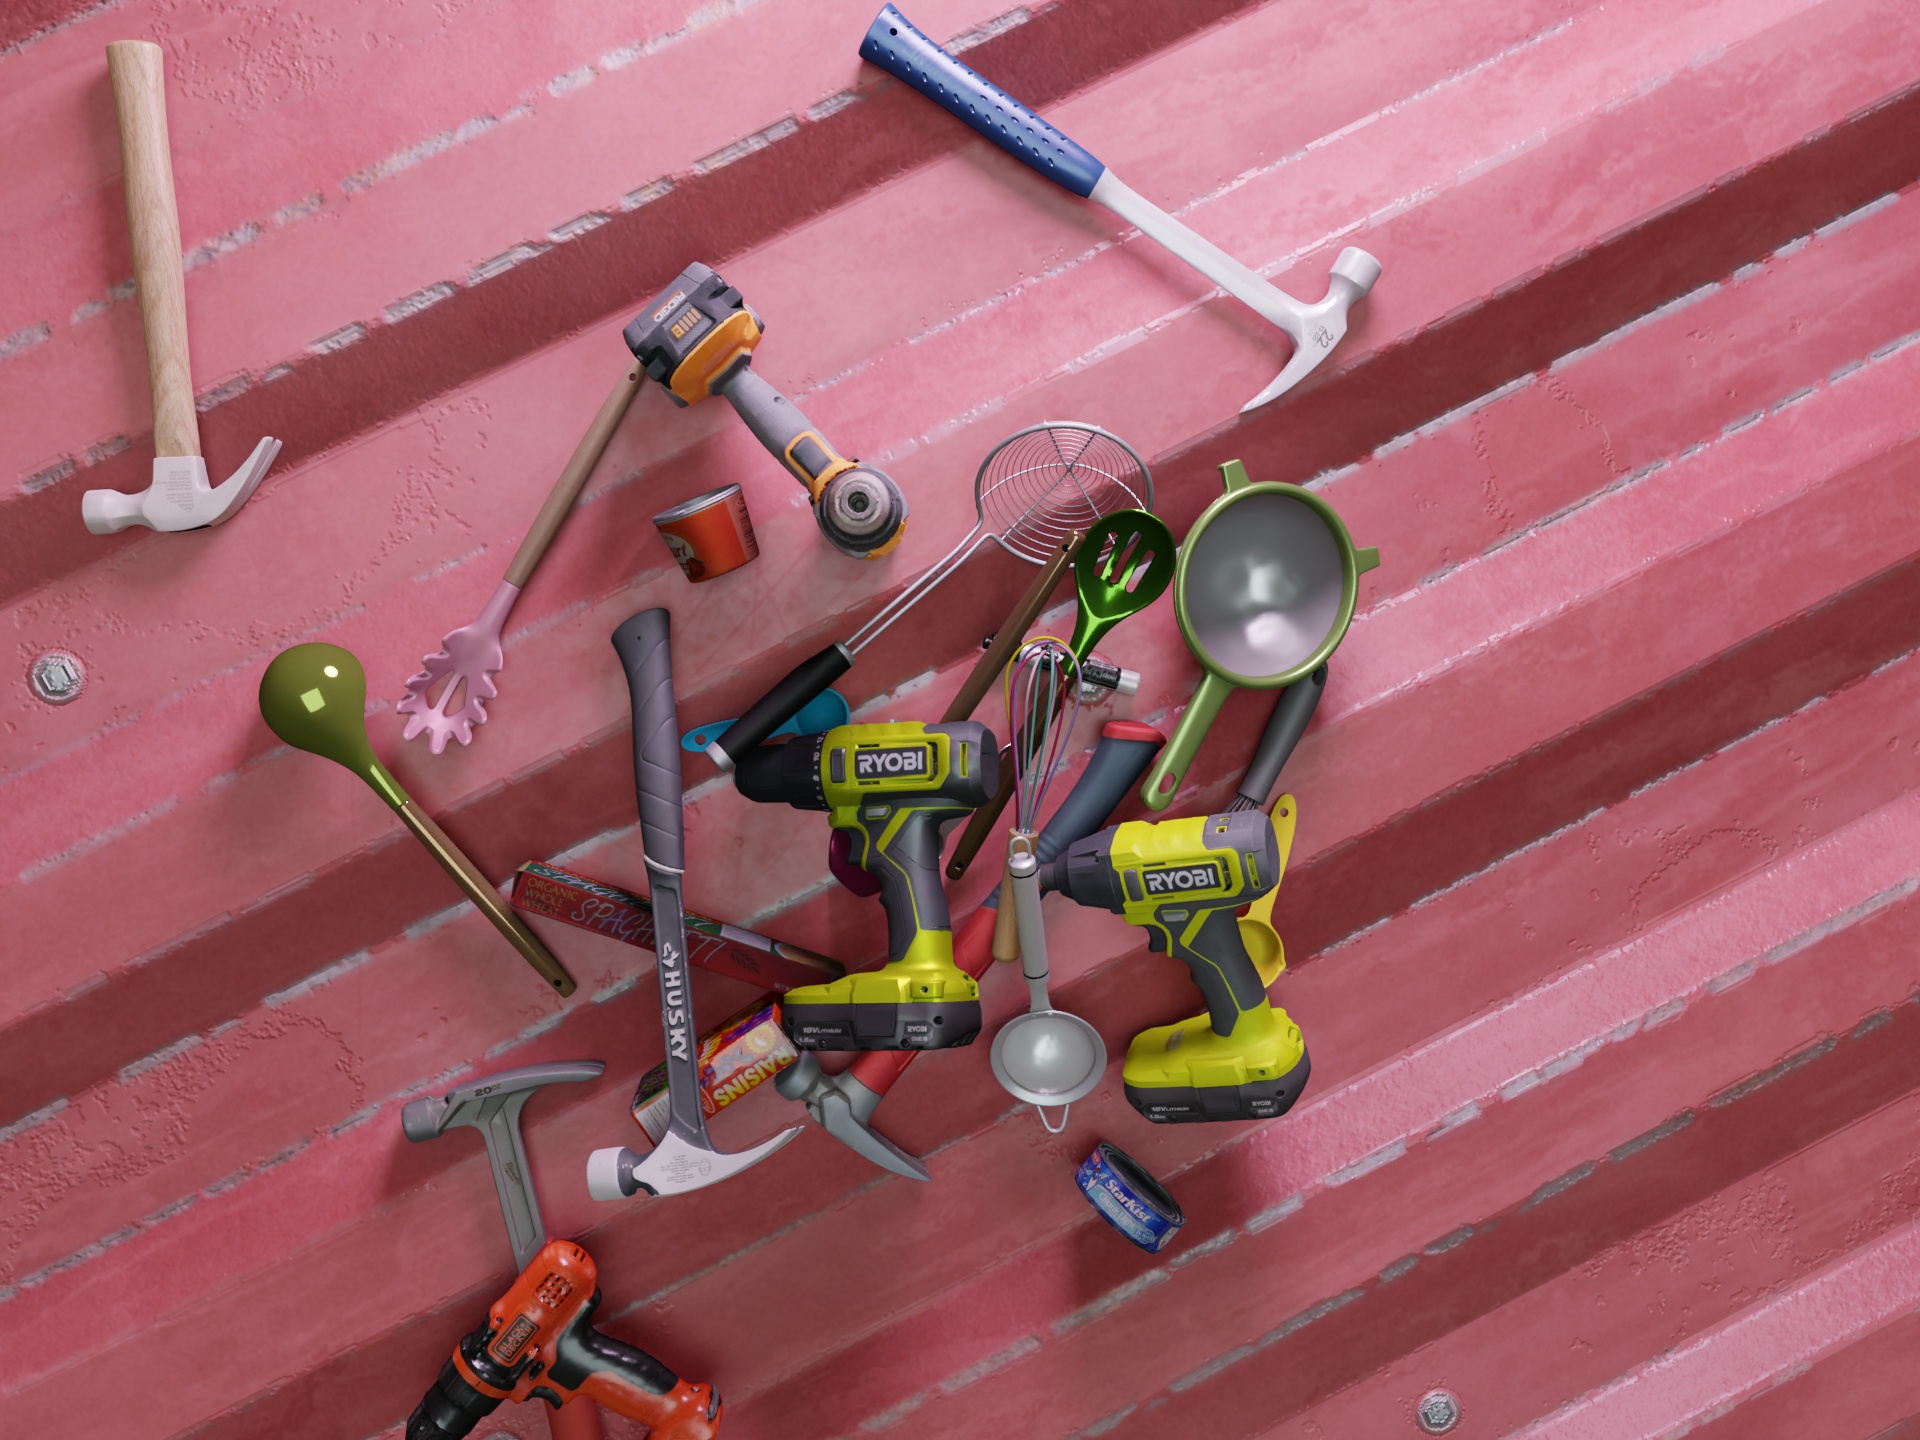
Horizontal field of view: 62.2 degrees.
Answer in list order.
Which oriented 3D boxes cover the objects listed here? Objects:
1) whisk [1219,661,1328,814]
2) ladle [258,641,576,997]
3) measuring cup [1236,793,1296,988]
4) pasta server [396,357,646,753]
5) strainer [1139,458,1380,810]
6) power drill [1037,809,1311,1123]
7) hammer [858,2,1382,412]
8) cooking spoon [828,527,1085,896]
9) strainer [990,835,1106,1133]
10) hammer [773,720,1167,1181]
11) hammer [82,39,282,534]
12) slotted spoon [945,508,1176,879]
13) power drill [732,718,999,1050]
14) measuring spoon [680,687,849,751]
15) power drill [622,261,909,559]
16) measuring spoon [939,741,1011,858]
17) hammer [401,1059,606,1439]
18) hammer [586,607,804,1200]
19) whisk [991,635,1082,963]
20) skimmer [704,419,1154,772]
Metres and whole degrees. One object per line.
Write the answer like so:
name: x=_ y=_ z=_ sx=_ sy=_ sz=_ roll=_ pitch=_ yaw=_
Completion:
whisk: x=0.217 y=0.056 z=1.206 sx=0.055 sy=0.055 sz=0.239 roll=28 pitch=88 yaw=-8
ladle: x=-0.385 y=0.077 z=1.155 sx=0.078 sy=0.062 sz=0.320 roll=-37 pitch=105 yaw=2
measuring cup: x=0.230 y=0.132 z=1.227 sx=0.062 sy=0.029 sz=0.156 roll=18 pitch=82 yaw=-8
pasta server: x=-0.307 y=-0.121 z=1.139 sx=0.060 sy=0.040 sz=0.316 roll=30 pitch=91 yaw=-20
strainer: x=0.189 y=-0.054 z=1.173 sx=0.151 sy=0.069 sz=0.256 roll=27 pitch=91 yaw=-21
power drill: x=0.160 y=0.178 z=1.159 sx=0.171 sy=0.080 sz=0.223 roll=-9 pitch=110 yaw=21
hammer: x=0.105 y=-0.379 z=1.155 sx=0.405 sy=0.035 sz=0.144 roll=32 pitch=92 yaw=-8
cooking spoon: x=-0.002 y=-0.004 z=1.152 sx=0.069 sy=0.017 sz=0.319 roll=39 pitch=107 yaw=19
strainer: x=0.057 y=0.189 z=1.155 sx=0.087 sy=0.050 sz=0.258 roll=-5 pitch=121 yaw=5
hammer: x=0.035 y=0.165 z=1.197 sx=0.143 sy=0.038 sz=0.386 roll=39 pitch=89 yaw=-15
hammer: x=-0.551 y=-0.297 z=1.101 sx=0.130 sy=0.031 sz=0.331 roll=-4 pitch=96 yaw=-5
slotted spoon: x=0.063 y=-0.014 z=1.159 sx=0.070 sy=0.031 sz=0.313 roll=27 pitch=107 yaw=-4
power drill: x=-0.069 y=0.114 z=1.119 sx=0.190 sy=0.080 sz=0.228 roll=-4 pitch=81 yaw=16
measuring spoon: x=-0.144 y=0.003 z=1.181 sx=0.128 sy=0.021 sz=0.042 roll=-11 pitch=97 yaw=5
power drill: x=-0.122 y=-0.200 z=1.078 sx=0.084 sy=0.185 sz=0.226 roll=-43 pitch=95 yaw=1
measuring spoon: x=0.000 y=0.061 z=1.200 sx=0.124 sy=0.018 sz=0.034 roll=-47 pitch=123 yaw=-6
hammer: x=-0.303 y=0.437 z=1.195 sx=0.149 sy=0.037 sz=0.359 roll=-13 pitch=96 yaw=-4
hammer: x=-0.202 y=0.120 z=1.115 sx=0.149 sy=0.036 sz=0.409 roll=-9 pitch=79 yaw=9
whisk: x=0.045 y=0.058 z=1.138 sx=0.047 sy=0.051 sz=0.245 roll=2 pitch=106 yaw=-22
skimmer: x=-0.024 y=-0.077 z=1.125 sx=0.363 sy=0.090 sz=0.127 roll=-41 pitch=126 yaw=-9
